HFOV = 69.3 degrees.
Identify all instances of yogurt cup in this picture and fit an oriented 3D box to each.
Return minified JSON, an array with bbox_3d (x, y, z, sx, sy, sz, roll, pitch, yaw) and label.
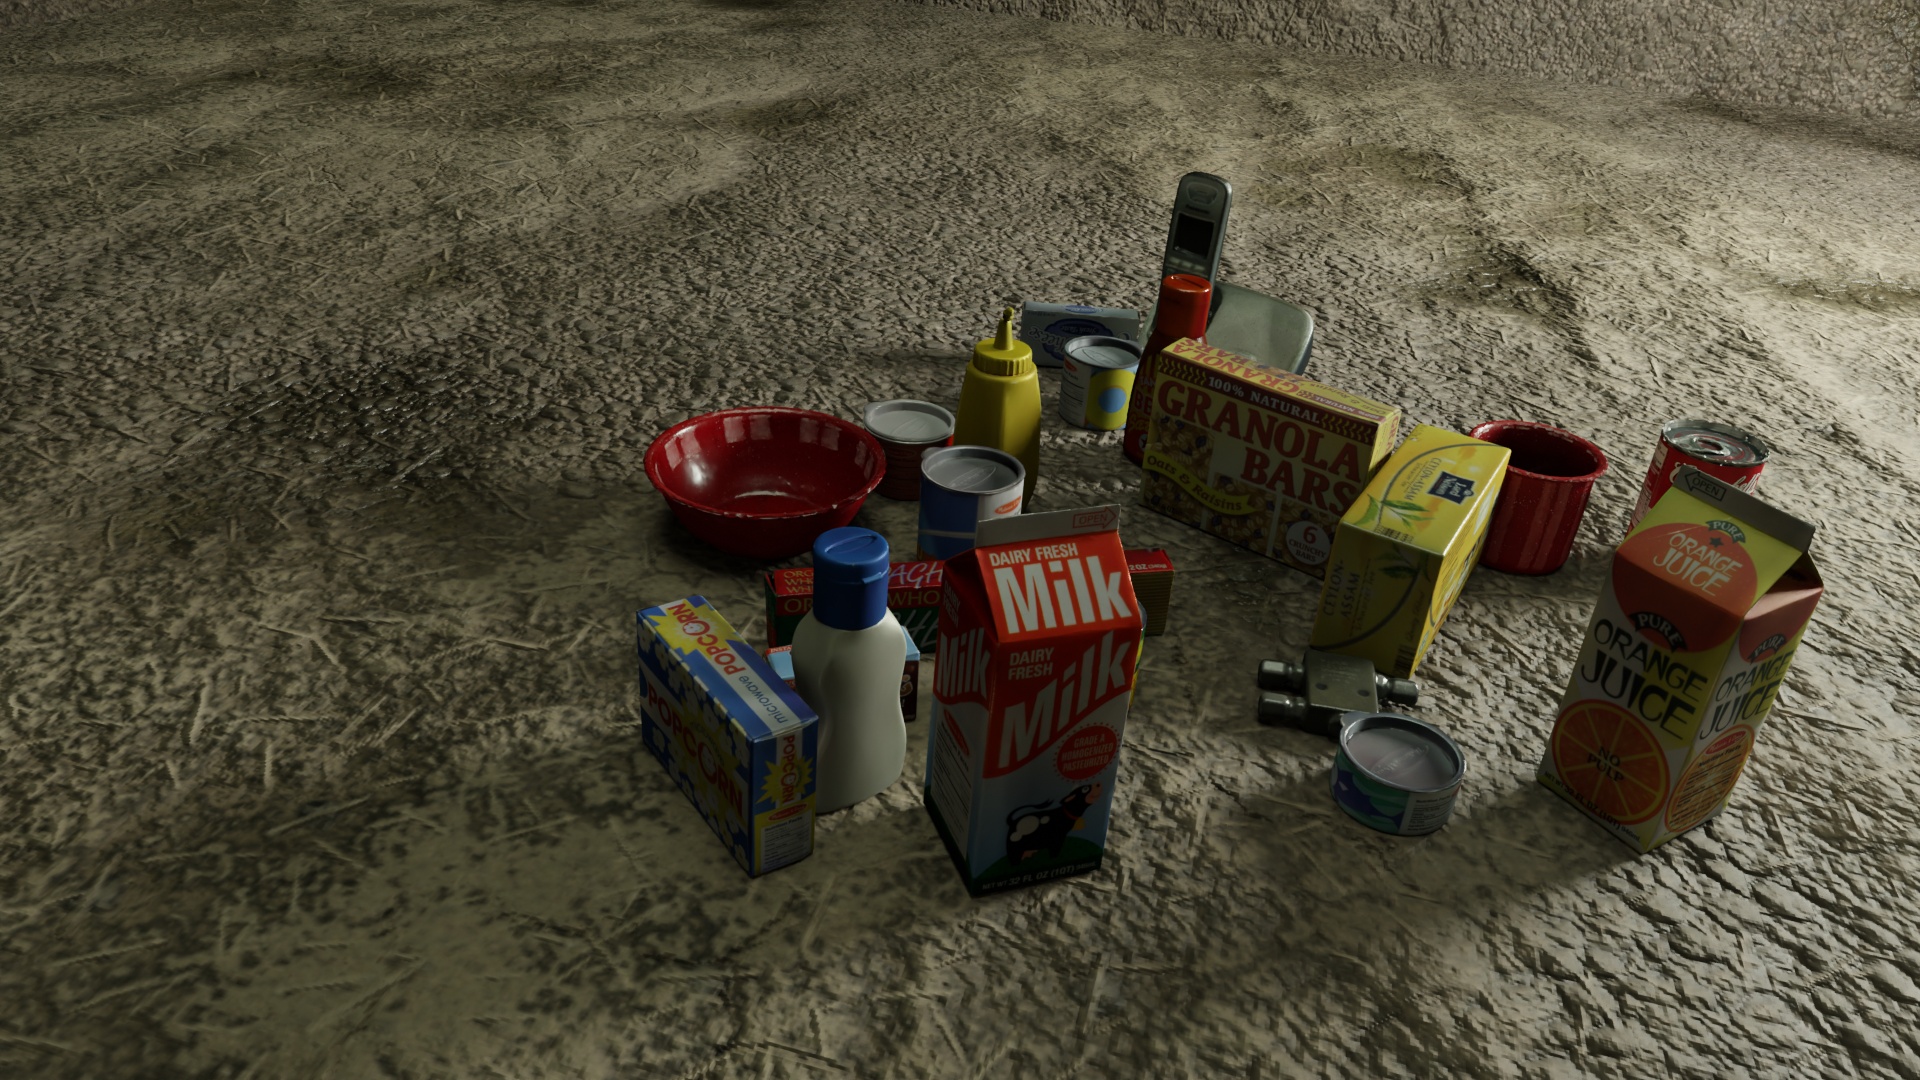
[{"bbox_3d":[-0.038,-0.065,1.013,0.072,0.053,0.073,3,30,-2],"label":"yogurt cup"}]

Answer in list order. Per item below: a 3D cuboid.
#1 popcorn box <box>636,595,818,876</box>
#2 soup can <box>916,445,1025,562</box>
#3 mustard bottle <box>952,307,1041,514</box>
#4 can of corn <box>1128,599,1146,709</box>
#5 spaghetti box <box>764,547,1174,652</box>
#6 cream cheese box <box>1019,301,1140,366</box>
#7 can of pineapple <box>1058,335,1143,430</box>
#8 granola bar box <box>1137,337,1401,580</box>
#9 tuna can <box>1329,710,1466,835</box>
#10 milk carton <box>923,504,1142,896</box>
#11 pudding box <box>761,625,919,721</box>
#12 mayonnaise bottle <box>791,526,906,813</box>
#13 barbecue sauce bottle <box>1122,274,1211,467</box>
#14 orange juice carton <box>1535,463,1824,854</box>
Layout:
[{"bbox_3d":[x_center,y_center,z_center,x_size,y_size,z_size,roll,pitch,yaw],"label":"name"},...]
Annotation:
[{"bbox_3d":[-0.119,0.095,0.697,0.038,0.084,0.127,-17,36,-32],"label":"popcorn box"},{"bbox_3d":[0.003,-0.011,0.897,0.071,0.083,0.072,3,30,-2],"label":"soup can"},{"bbox_3d":[0.026,-0.087,0.955,0.049,0.159,0.065,23,35,29],"label":"mustard bottle"},{"bbox_3d":[0.072,0.064,0.803,0.071,0.058,0.071,3,30,-2],"label":"can of corn"},{"bbox_3d":[0.007,0.039,0.846,0.250,0.050,0.029,-3,31,-13],"label":"spaghetti box"},{"bbox_3d":[0.104,-0.180,1.230,0.104,0.053,0.024,4,30,0],"label":"cream cheese box"},{"bbox_3d":[0.117,-0.129,1.141,0.071,0.057,0.071,3,30,-2],"label":"can of pineapple"},{"bbox_3d":[0.208,-0.056,0.962,0.166,0.123,0.039,25,36,31],"label":"granola bar box"},{"bbox_3d":[0.232,0.124,0.747,0.071,0.032,0.071,3,30,-2],"label":"tuna can"},{"bbox_3d":[0.033,0.069,0.659,0.072,0.189,0.074,-7,32,-20],"label":"milk carton"},{"bbox_3d":[-0.066,0.079,0.767,0.084,0.049,0.030,-8,32,-21],"label":"pudding box"},{"bbox_3d":[-0.056,0.065,0.695,0.065,0.147,0.041,-18,37,-33],"label":"mayonnaise bottle"},{"bbox_3d":[0.161,-0.125,1.049,0.044,0.147,0.065,-21,39,-37],"label":"barbecue sauce bottle"},{"bbox_3d":[0.374,0.059,0.719,0.073,0.191,0.072,-14,35,-29],"label":"orange juice carton"}]
